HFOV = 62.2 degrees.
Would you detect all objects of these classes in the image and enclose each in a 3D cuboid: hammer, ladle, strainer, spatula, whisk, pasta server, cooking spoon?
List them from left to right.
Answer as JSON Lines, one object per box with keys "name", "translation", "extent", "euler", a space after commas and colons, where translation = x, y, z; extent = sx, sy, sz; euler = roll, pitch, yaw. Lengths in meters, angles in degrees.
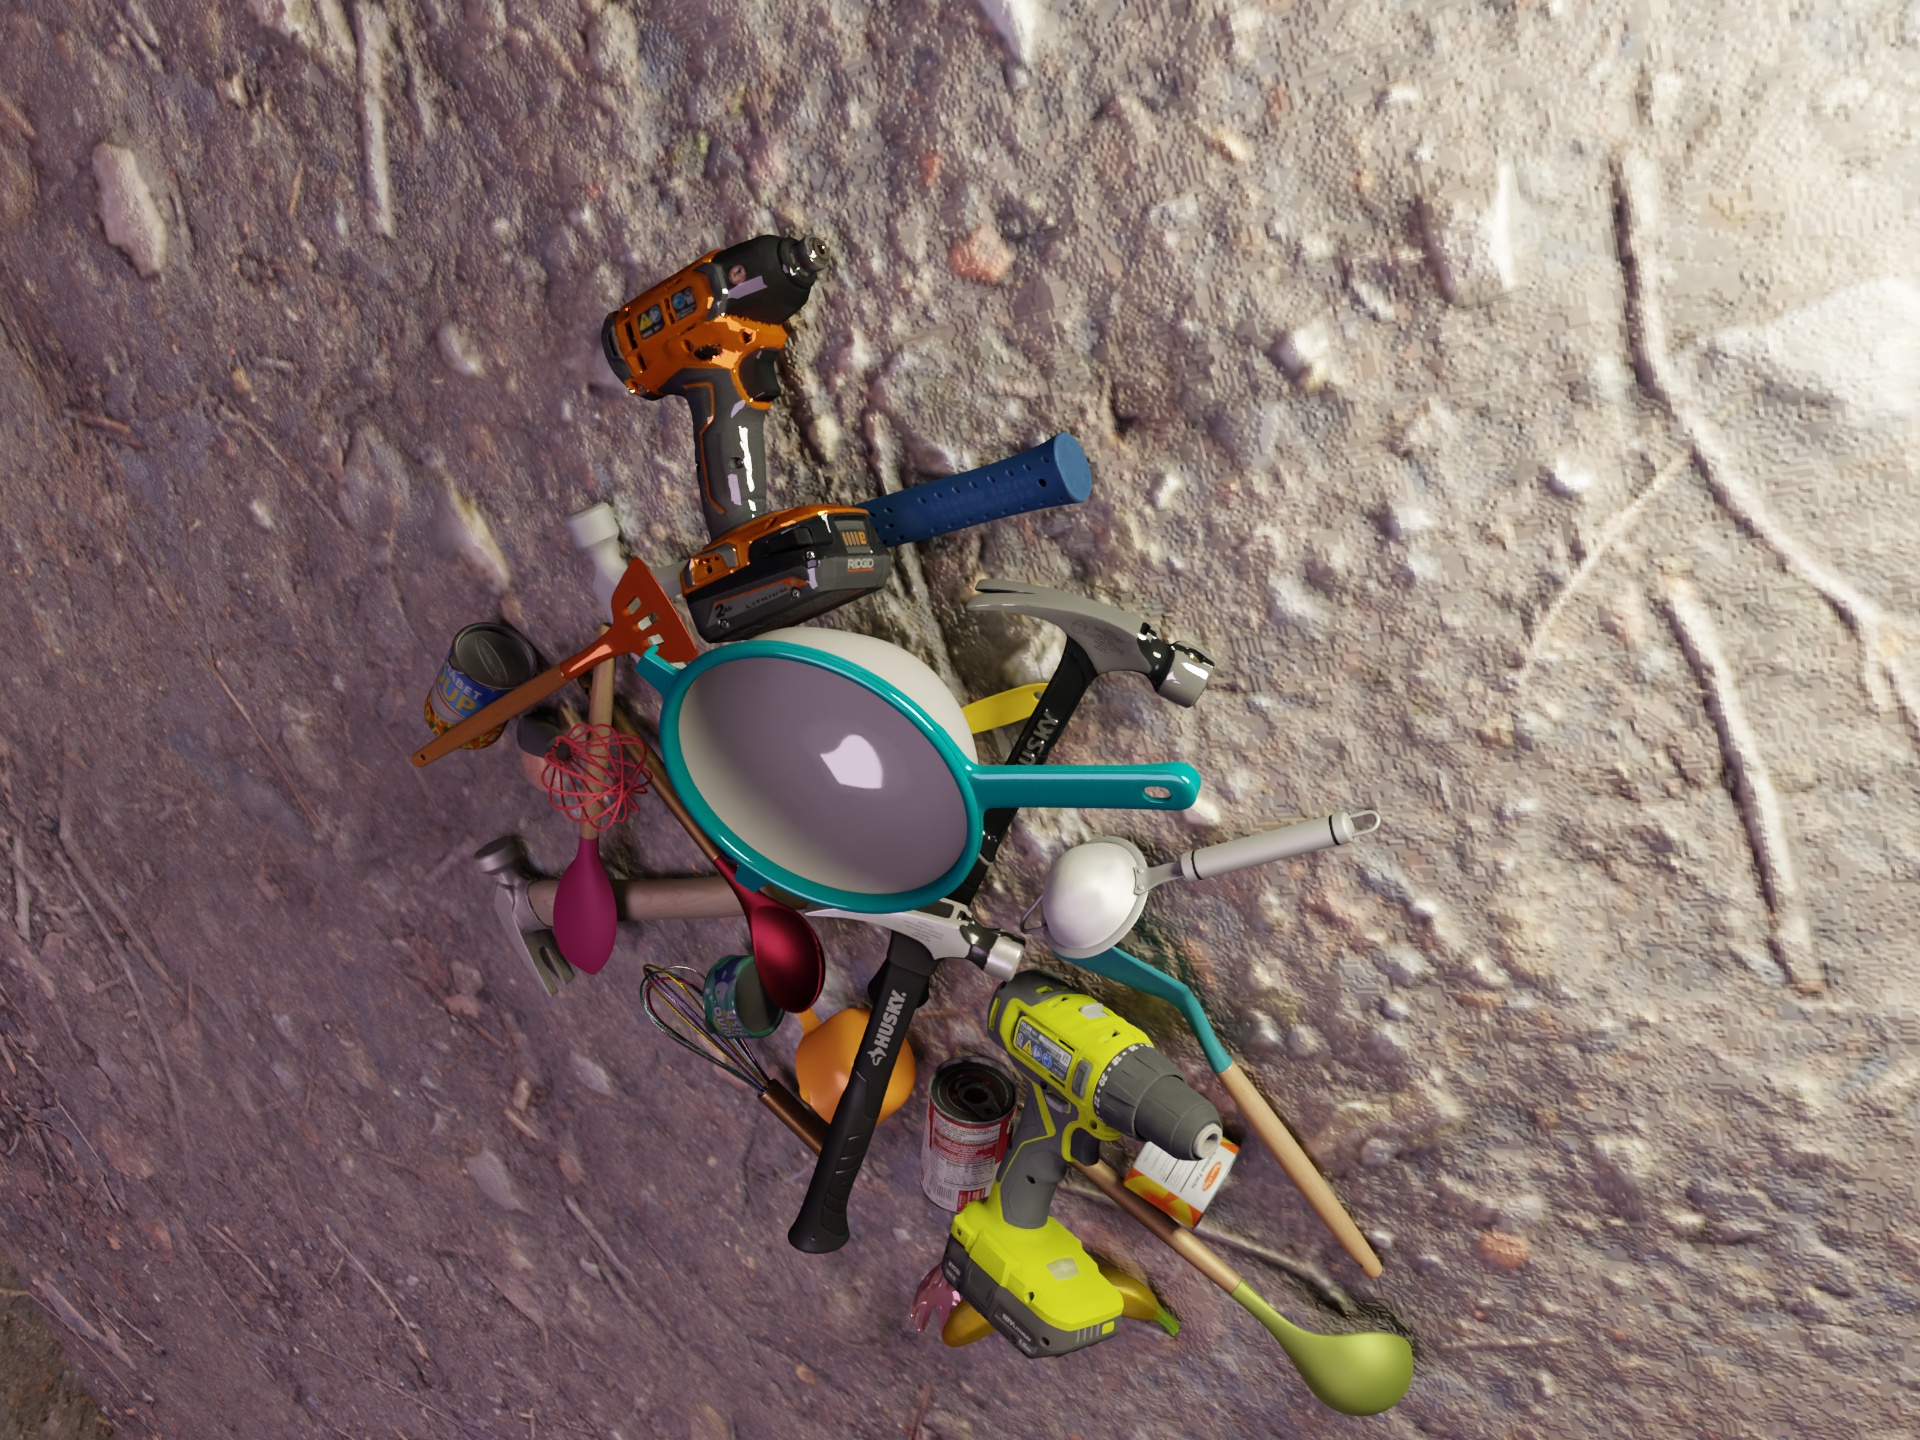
{"name": "spatula", "translation": [-0.309, -0.025, 1.165], "extent": [0.322, 0.041, 0.081], "euler": [-26, 99, 31]}
{"name": "whisk", "translation": [-0.286, 0.026, 1.157], "extent": [0.296, 0.073, 0.073], "euler": [16, 130, 62]}
{"name": "cooking spoon", "translation": [-0.287, 0.067, 1.235], "extent": [0.069, 0.017, 0.318], "euler": [26, 121, 24]}
{"name": "hammer", "translation": [-0.222, 0.150, 1.273], "extent": [0.411, 0.038, 0.146], "euler": [-8, 113, 35]}
{"name": "ladle", "translation": [-0.196, 0.084, 1.190], "extent": [0.315, 0.031, 0.069], "euler": [51, 121, 14]}
{"name": "whisk", "translation": [-0.173, 0.287, 1.302], "extent": [0.047, 0.051, 0.245], "euler": [-38, 101, 27]}
{"name": "hammer", "translation": [-0.093, -0.113, 1.044], "extent": [0.405, 0.035, 0.144], "euler": [-10, 110, 36]}
{"name": "hammer", "translation": [-0.072, 0.259, 1.136], "extent": [0.146, 0.035, 0.334], "euler": [21, 119, 4]}
{"name": "strainer", "translation": [-0.014, 0.014, 0.955], "extent": [0.340, 0.095, 0.210], "euler": [0, 128, 25]}
{"name": "hammer", "translation": [0.014, 0.071, 1.067], "extent": [0.149, 0.036, 0.408], "euler": [27, 131, -1]}
{"name": "pasta server", "translation": [0.040, 0.388, 1.240], "extent": [0.060, 0.040, 0.316], "euler": [16, 129, -18]}
{"name": "strainer", "translation": [0.138, 0.091, 0.998], "extent": [0.258, 0.087, 0.050], "euler": [-18, 140, 27]}
{"name": "ladle", "translation": [0.180, 0.379, 1.138], "extent": [0.320, 0.062, 0.078], "euler": [37, 131, 12]}
{"name": "spatula", "translation": [0.185, 0.261, 1.074], "extent": [0.317, 0.044, 0.082], "euler": [53, 154, -6]}

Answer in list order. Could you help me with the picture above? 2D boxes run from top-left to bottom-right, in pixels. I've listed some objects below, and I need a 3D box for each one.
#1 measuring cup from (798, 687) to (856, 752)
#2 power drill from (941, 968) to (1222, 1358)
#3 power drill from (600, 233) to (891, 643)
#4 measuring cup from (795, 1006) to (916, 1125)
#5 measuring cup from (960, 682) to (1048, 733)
{"name": "measuring cup", "translation": [-0.099, 0.031, 1.082], "extent": [0.083, 0.038, 0.167], "euler": [-153, 64, -64]}
{"name": "power drill", "translation": [0.078, 0.306, 1.073], "extent": [0.191, 0.080, 0.228], "euler": [29, 111, 46]}
{"name": "power drill", "translation": [-0.122, -0.176, 0.969], "extent": [0.164, 0.084, 0.226], "euler": [-20, 85, 33]}
{"name": "measuring cup", "translation": [-0.096, 0.227, 1.220], "extent": [0.052, 0.095, 0.174], "euler": [-39, 72, 30]}
{"name": "measuring cup", "translation": [-0.002, -0.003, 1.061], "extent": [0.156, 0.029, 0.062], "euler": [-17, 113, 25]}
